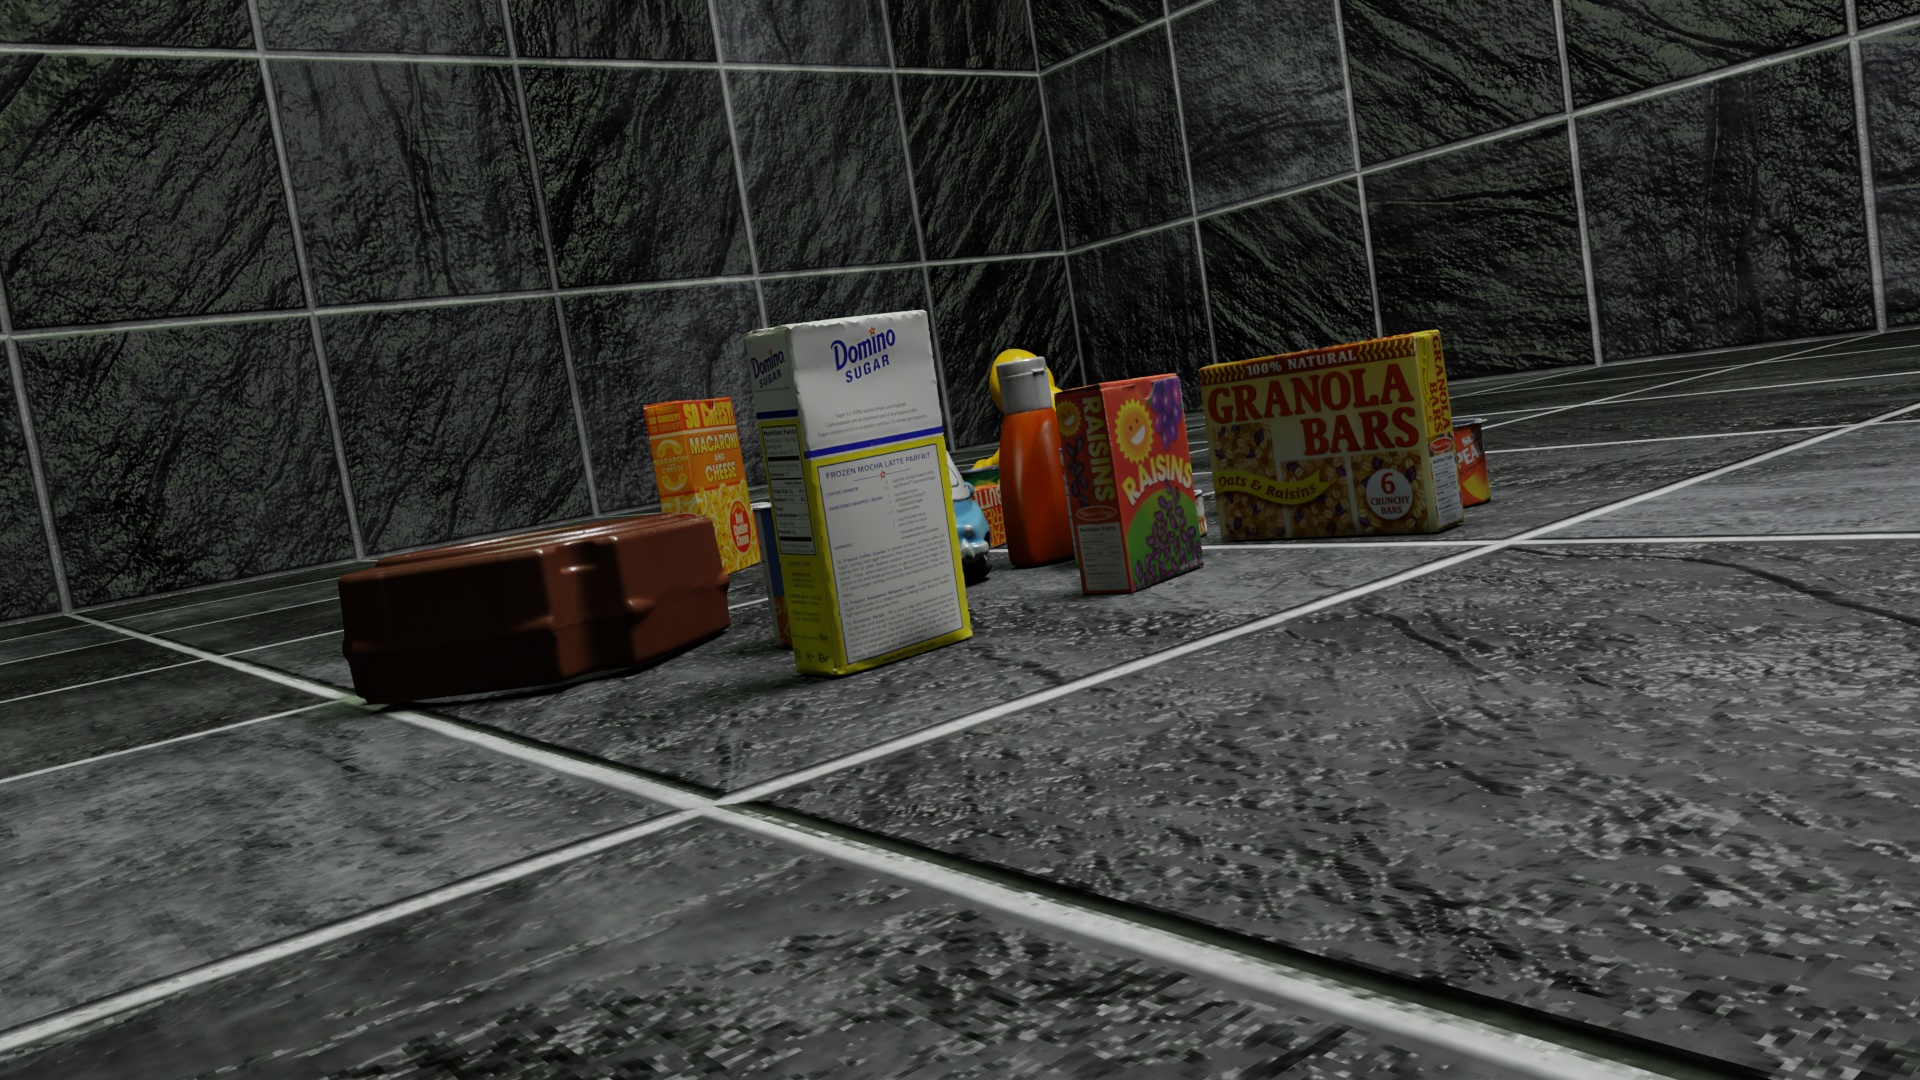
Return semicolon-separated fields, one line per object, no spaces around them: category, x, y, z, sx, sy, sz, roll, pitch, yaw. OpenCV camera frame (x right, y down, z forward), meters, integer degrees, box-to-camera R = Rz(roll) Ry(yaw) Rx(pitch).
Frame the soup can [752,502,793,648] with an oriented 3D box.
soup can;-0.080;0.016;0.816;0.071;0.083;0.071;-9;5;1

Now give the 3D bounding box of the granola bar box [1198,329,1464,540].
granola bar box;0.242;-0.065;0.918;0.039;0.124;0.165;-13;7;-42

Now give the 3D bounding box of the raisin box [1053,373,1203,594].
raisin box;0.103;-0.036;0.842;0.040;0.123;0.086;-5;7;42

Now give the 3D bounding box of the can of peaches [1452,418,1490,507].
can of peaches;0.338;-0.053;0.978;0.071;0.058;0.071;-9;5;1

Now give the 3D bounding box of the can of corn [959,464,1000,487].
can of corn;0.034;-0.044;1.369;0.071;0.058;0.071;-9;5;1

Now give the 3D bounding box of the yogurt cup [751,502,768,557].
yogurt cup;-0.228;-0.008;1.443;0.072;0.054;0.072;-9;5;1

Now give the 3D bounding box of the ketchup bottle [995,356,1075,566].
ketchup bottle;0.056;-0.058;1.013;0.065;0.148;0.043;-13;6;-38

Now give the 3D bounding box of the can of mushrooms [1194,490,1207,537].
can of mushrooms;0.149;-0.016;1.031;0.071;0.033;0.071;-9;5;1

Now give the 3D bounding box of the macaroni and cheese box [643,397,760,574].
macaroni and cheese box;-0.241;-0.050;1.309;0.040;0.166;0.124;-8;5;14

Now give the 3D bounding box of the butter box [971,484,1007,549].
butter box;0.004;-0.014;1.146;0.024;0.053;0.104;-6;6;30

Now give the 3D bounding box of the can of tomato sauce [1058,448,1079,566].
can of tomato sauce;0.109;-0.028;0.963;0.071;0.083;0.071;-9;5;1
